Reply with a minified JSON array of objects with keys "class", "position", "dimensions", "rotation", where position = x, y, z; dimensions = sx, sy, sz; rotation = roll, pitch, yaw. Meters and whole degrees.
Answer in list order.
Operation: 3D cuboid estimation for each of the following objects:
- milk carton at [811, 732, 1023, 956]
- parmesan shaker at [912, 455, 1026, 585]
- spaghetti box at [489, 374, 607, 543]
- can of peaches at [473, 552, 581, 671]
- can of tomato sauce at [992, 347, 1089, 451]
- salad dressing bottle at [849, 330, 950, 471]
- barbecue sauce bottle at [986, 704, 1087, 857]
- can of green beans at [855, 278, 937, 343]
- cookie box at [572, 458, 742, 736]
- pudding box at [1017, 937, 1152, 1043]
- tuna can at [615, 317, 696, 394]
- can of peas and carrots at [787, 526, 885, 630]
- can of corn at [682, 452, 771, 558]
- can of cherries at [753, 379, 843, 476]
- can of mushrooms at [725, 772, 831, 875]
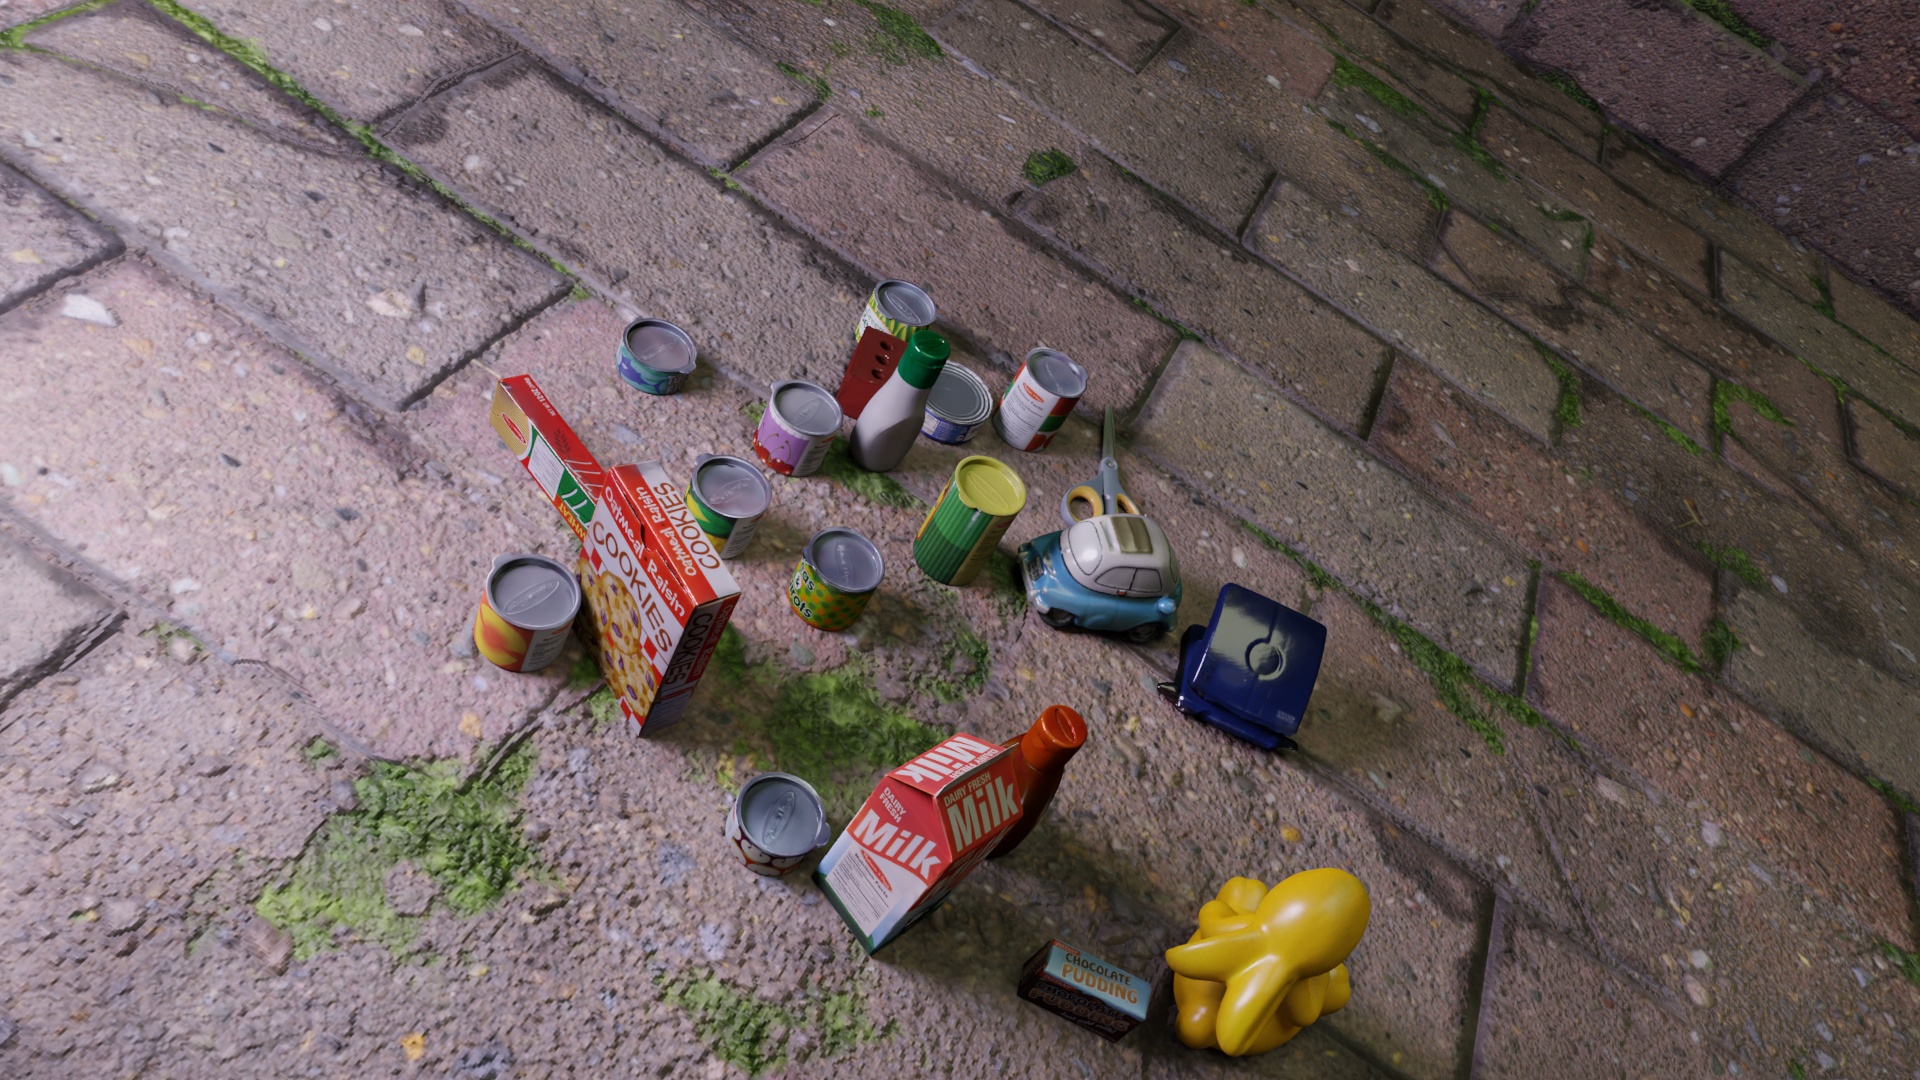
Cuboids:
[{"class":"milk carton","position":[-0.024,0.198,0.940],"dimensions":[0.072,0.189,0.073],"rotation":[-24,67,-42]},{"class":"parmesan shaker","position":[0.004,-0.015,1.208],"dimensions":[0.071,0.102,0.072],"rotation":[16,46,-17]},{"class":"spaghetti box","position":[-0.289,-0.027,1.090],"dimensions":[0.029,0.050,0.250],"rotation":[-26,68,-42]},{"class":"can of peaches","position":[-0.314,0.051,1.001],"dimensions":[0.071,0.057,0.071],"rotation":[16,46,-17]},{"class":"can of tomato sauce","position":[0.079,-0.139,1.375],"dimensions":[0.071,0.082,0.071],"rotation":[16,46,-17]},{"class":"salad dressing bottle","position":[-0.053,-0.124,1.240],"dimensions":[0.064,0.146,0.044],"rotation":[-15,61,-38]},{"class":"barbecue sauce bottle","position":[0.046,0.175,1.030],"dimensions":[0.044,0.147,0.065],"rotation":[-5,55,-33]},{"class":"can of green beans","position":[-0.065,-0.217,1.381],"dimensions":[0.071,0.057,0.071],"rotation":[16,46,-17]},{"class":"cookie box","position":[-0.223,0.042,0.981],"dimensions":[0.040,0.166,0.123],"rotation":[-19,63,-40]},{"class":"pudding box","position":[0.089,0.322,0.995],"dimensions":[0.084,0.049,0.030],"rotation":[28,44,-6]},{"class":"tuna can","position":[-0.269,-0.162,1.234],"dimensions":[0.071,0.032,0.071],"rotation":[16,46,-17]},{"class":"can of peas and carrots","position":[-0.105,0.032,1.136],"dimensions":[0.071,0.058,0.071],"rotation":[16,46,-17]},{"class":"can of corn","position":[-0.197,-0.029,1.138],"dimensions":[0.071,0.058,0.071],"rotation":[16,46,-17]},{"class":"can of cherries","position":[-0.146,-0.101,1.231],"dimensions":[0.071,0.058,0.072],"rotation":[16,46,-17]},{"class":"can of mushrooms","position":[-0.130,0.203,0.988],"dimensions":[0.071,0.033,0.071],"rotation":[16,46,-17]}]
